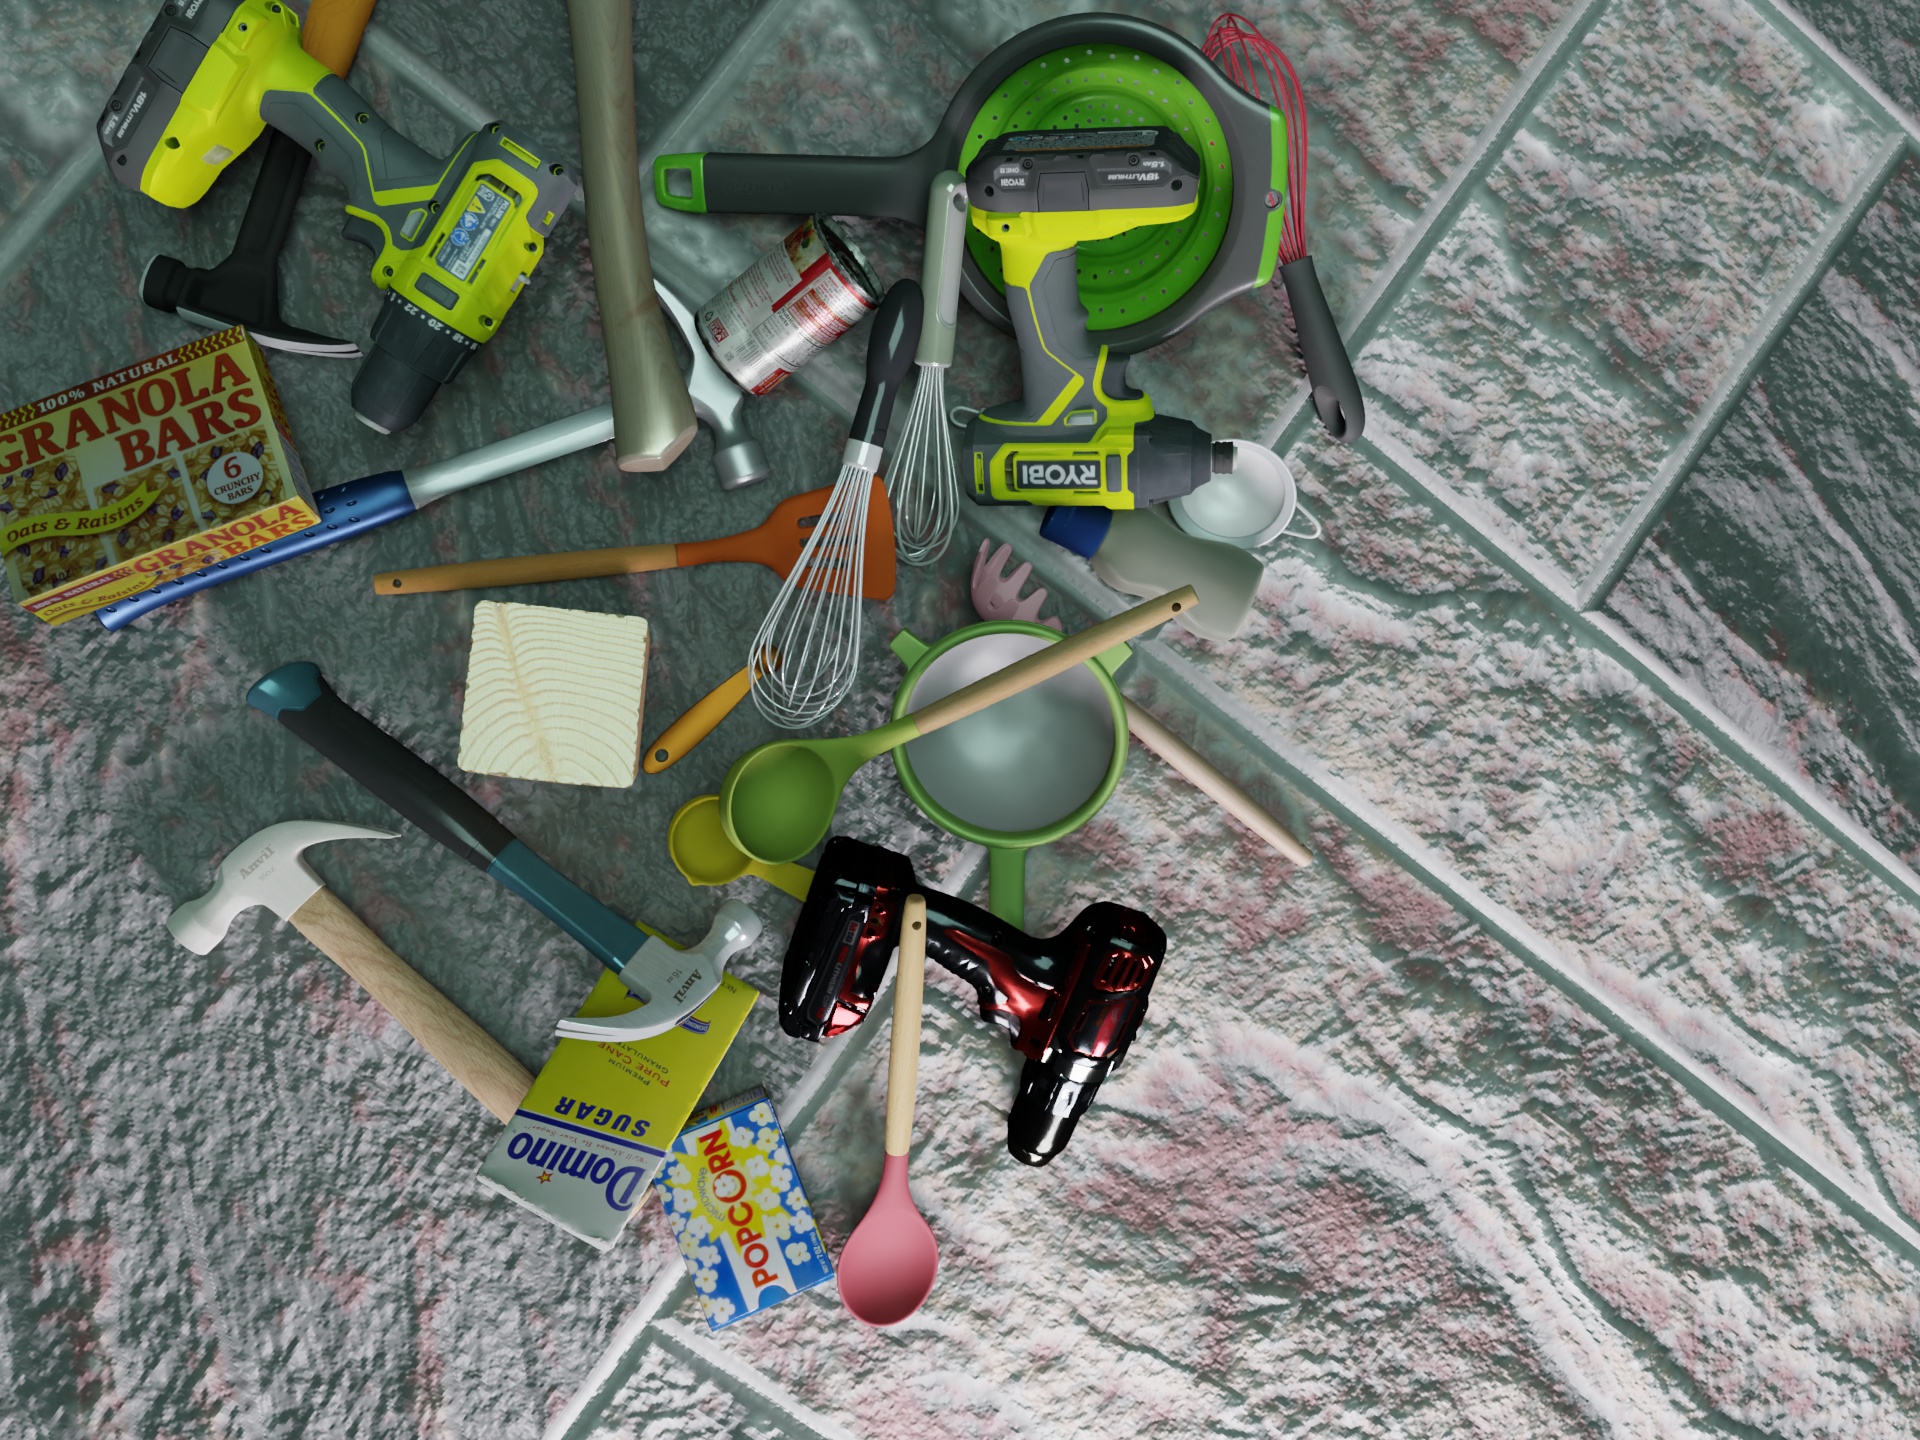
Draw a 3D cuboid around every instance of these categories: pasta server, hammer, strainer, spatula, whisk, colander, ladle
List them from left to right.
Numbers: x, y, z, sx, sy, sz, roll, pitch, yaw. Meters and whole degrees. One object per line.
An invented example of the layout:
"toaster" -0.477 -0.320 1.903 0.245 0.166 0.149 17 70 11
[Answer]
"hammer" -0.386 -0.392 0.973 0.127 0.034 0.337 17 87 -9
"hammer" -0.331 -0.152 0.982 0.405 0.035 0.144 -21 94 -10
"hammer" -0.318 0.190 0.985 0.331 0.031 0.130 45 83 -8
"hammer" -0.287 0.072 0.962 0.331 0.033 0.128 37 58 2
"hammer" -0.225 -0.355 0.976 0.146 0.038 0.411 -6 85 -6
"spatula" -0.203 -0.102 1.003 0.322 0.041 0.081 -7 103 -9
"whisk" -0.068 -0.131 0.977 0.070 0.070 0.284 16 95 -10
"ladle" -0.039 0.245 0.984 0.069 0.031 0.315 -4 116 -19
"whisk" -0.018 -0.218 1.003 0.058 0.059 0.246 -17 120 -50
"ladle" -0.002 -0.003 0.963 0.320 0.062 0.078 -25 119 9
"colander" 0.006 -0.347 1.022 0.397 0.095 0.204 4 117 7
"strainer" 0.032 0.052 1.042 0.151 0.069 0.256 1 108 4
"strainer" 0.118 -0.173 1.065 0.258 0.050 0.086 15 131 -5
"pasta server" 0.124 -0.005 1.066 0.316 0.060 0.040 39 120 -11
"whisk" 0.221 -0.330 1.077 0.073 0.073 0.295 -21 99 -10

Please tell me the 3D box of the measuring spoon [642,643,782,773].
"measuring spoon" -0.160 -0.007 1.025 0.117 0.011 0.021 -43 97 -8

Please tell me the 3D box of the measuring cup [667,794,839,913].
"measuring cup" -0.118 0.097 1.032 0.156 0.029 0.062 29 86 -21

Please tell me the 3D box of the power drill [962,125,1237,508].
"power drill" 0.085 -0.239 0.971 0.171 0.080 0.223 1 121 9

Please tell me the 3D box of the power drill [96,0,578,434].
"power drill" -0.362 -0.297 0.918 0.228 0.080 0.190 33 96 -9

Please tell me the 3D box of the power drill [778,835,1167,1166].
"power drill" 0.001 0.183 1.012 0.226 0.080 0.188 17 109 -10
